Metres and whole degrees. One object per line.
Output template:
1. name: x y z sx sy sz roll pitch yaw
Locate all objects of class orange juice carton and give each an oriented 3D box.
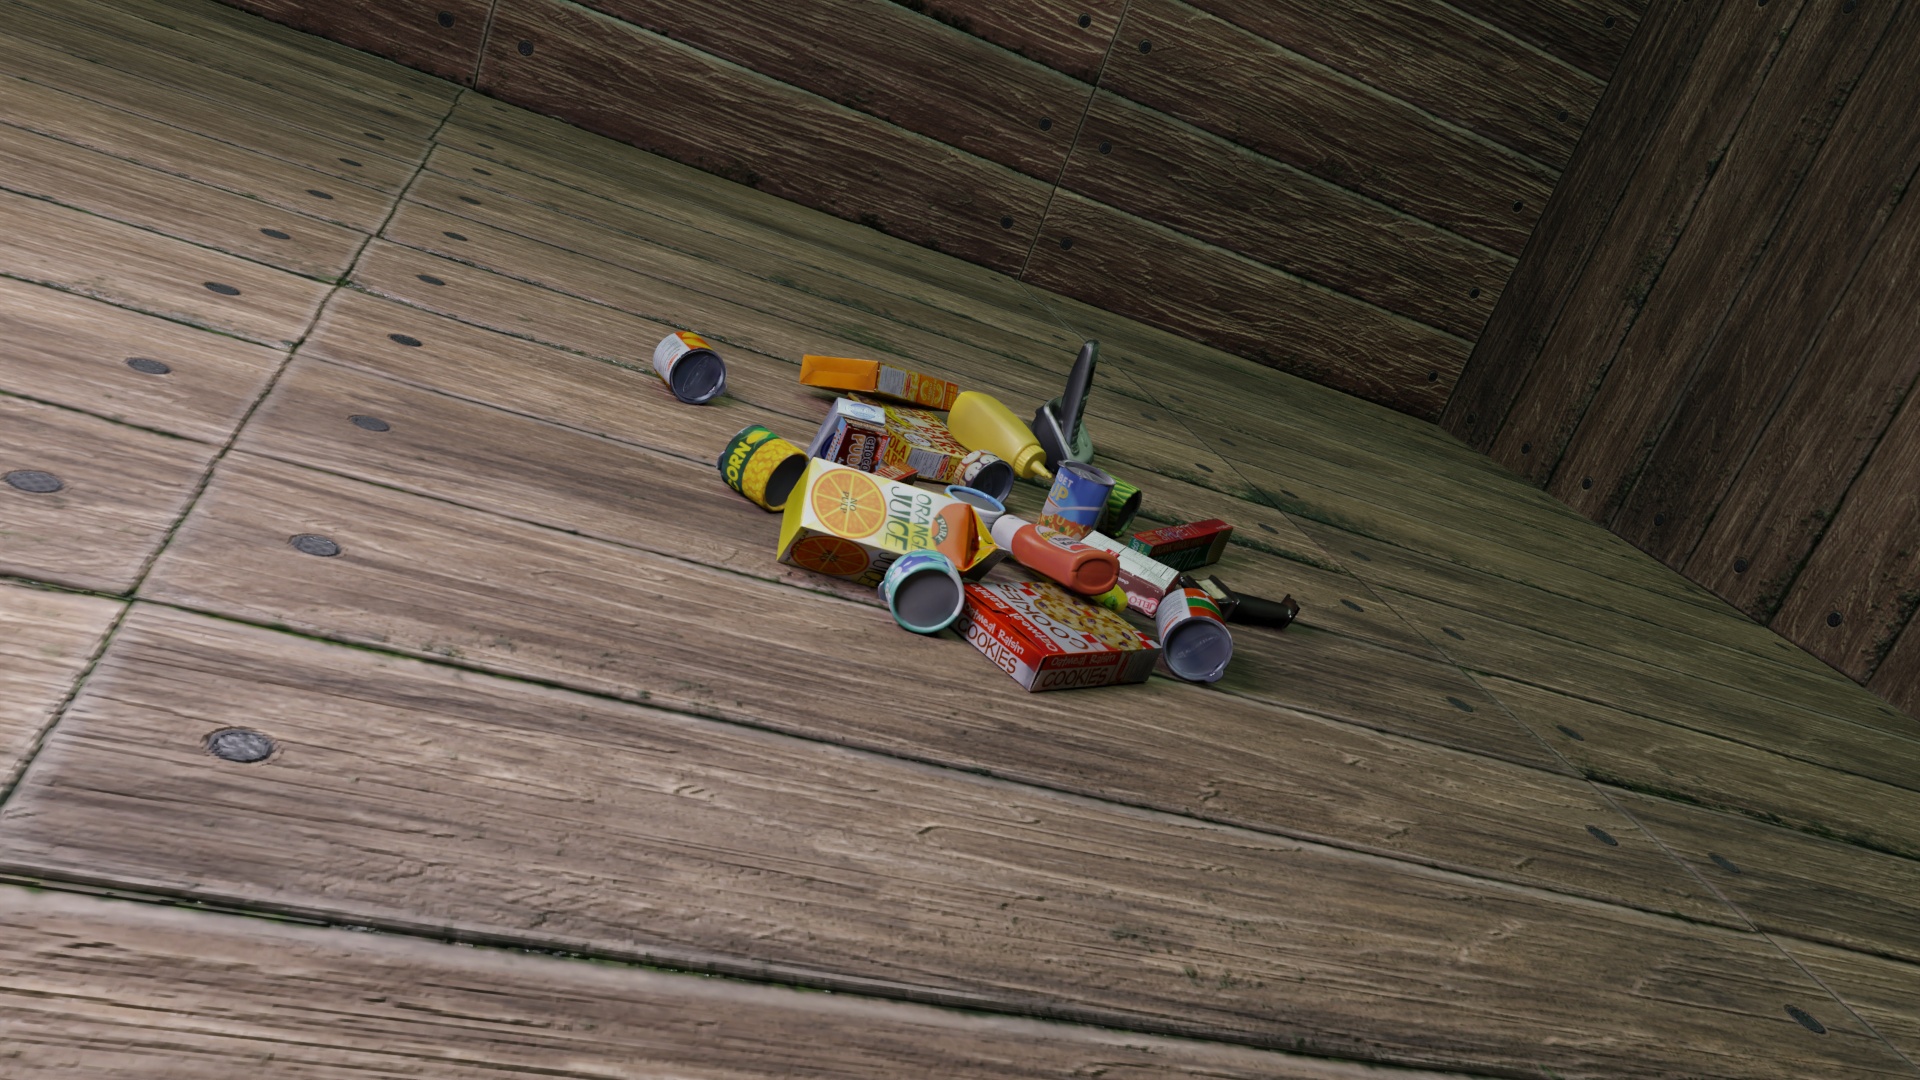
1. orange juice carton: -0.057 -0.002 1.229 0.193 0.071 0.073 16 57 -18

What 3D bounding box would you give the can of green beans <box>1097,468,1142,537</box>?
1. can of green beans: 0.178 -0.045 1.674 0.058 0.071 0.071 30 19 23

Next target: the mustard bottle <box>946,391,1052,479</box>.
1. mustard bottle: 0.052 -0.112 1.604 0.049 0.065 0.160 -3 37 -49

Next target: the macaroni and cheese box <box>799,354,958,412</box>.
1. macaroni and cheese box: -0.101 -0.196 1.745 0.124 0.040 0.166 11 1 35

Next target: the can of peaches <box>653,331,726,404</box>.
1. can of peaches: -0.300 -0.191 1.544 0.071 0.071 0.058 8 22 -37

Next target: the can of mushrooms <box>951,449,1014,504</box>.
1. can of mushrooms: 0.023 -0.066 1.556 0.071 0.070 0.033 3 25 -45

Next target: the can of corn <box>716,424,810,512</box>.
1. can of corn: -0.186 -0.068 1.319 0.058 0.071 0.071 32 20 27

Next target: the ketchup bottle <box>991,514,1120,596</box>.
1. ketchup bottle: 0.084 0.012 1.330 0.065 0.043 0.149 7 12 -35

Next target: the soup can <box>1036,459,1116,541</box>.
1. soup can: 0.128 -0.042 1.578 0.071 0.083 0.071 20 17 -6

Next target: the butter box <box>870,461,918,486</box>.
1. butter box: -0.078 -0.046 1.401 0.024 0.053 0.104 28 19 11

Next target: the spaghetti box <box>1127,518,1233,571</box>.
1. spaghetti box: 0.256 0.010 1.632 0.029 0.050 0.251 30 20 26

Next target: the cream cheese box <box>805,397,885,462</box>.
1. cream cheese box: -0.122 -0.106 1.455 0.053 0.103 0.024 13 53 -21

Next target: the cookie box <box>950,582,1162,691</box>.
1. cookie box: 0.082 0.082 1.241 0.168 0.040 0.123 2 27 -47

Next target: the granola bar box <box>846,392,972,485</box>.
1. granola bar box: -0.054 -0.118 1.658 0.124 0.039 0.166 9 22 -37

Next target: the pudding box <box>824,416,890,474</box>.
1. pudding box: -0.110 -0.079 1.412 0.050 0.083 0.030 14 22 -24

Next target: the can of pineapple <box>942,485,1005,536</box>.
1. can of pineapple: 0.005 -0.018 1.408 0.071 0.057 0.071 20 18 -6

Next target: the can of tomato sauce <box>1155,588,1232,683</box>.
1. can of tomato sauce: 0.226 0.091 1.342 0.071 0.071 0.083 21 17 -4

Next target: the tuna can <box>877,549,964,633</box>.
1. tuna can: -0.033 0.044 1.179 0.071 0.070 0.033 16 20 -18
